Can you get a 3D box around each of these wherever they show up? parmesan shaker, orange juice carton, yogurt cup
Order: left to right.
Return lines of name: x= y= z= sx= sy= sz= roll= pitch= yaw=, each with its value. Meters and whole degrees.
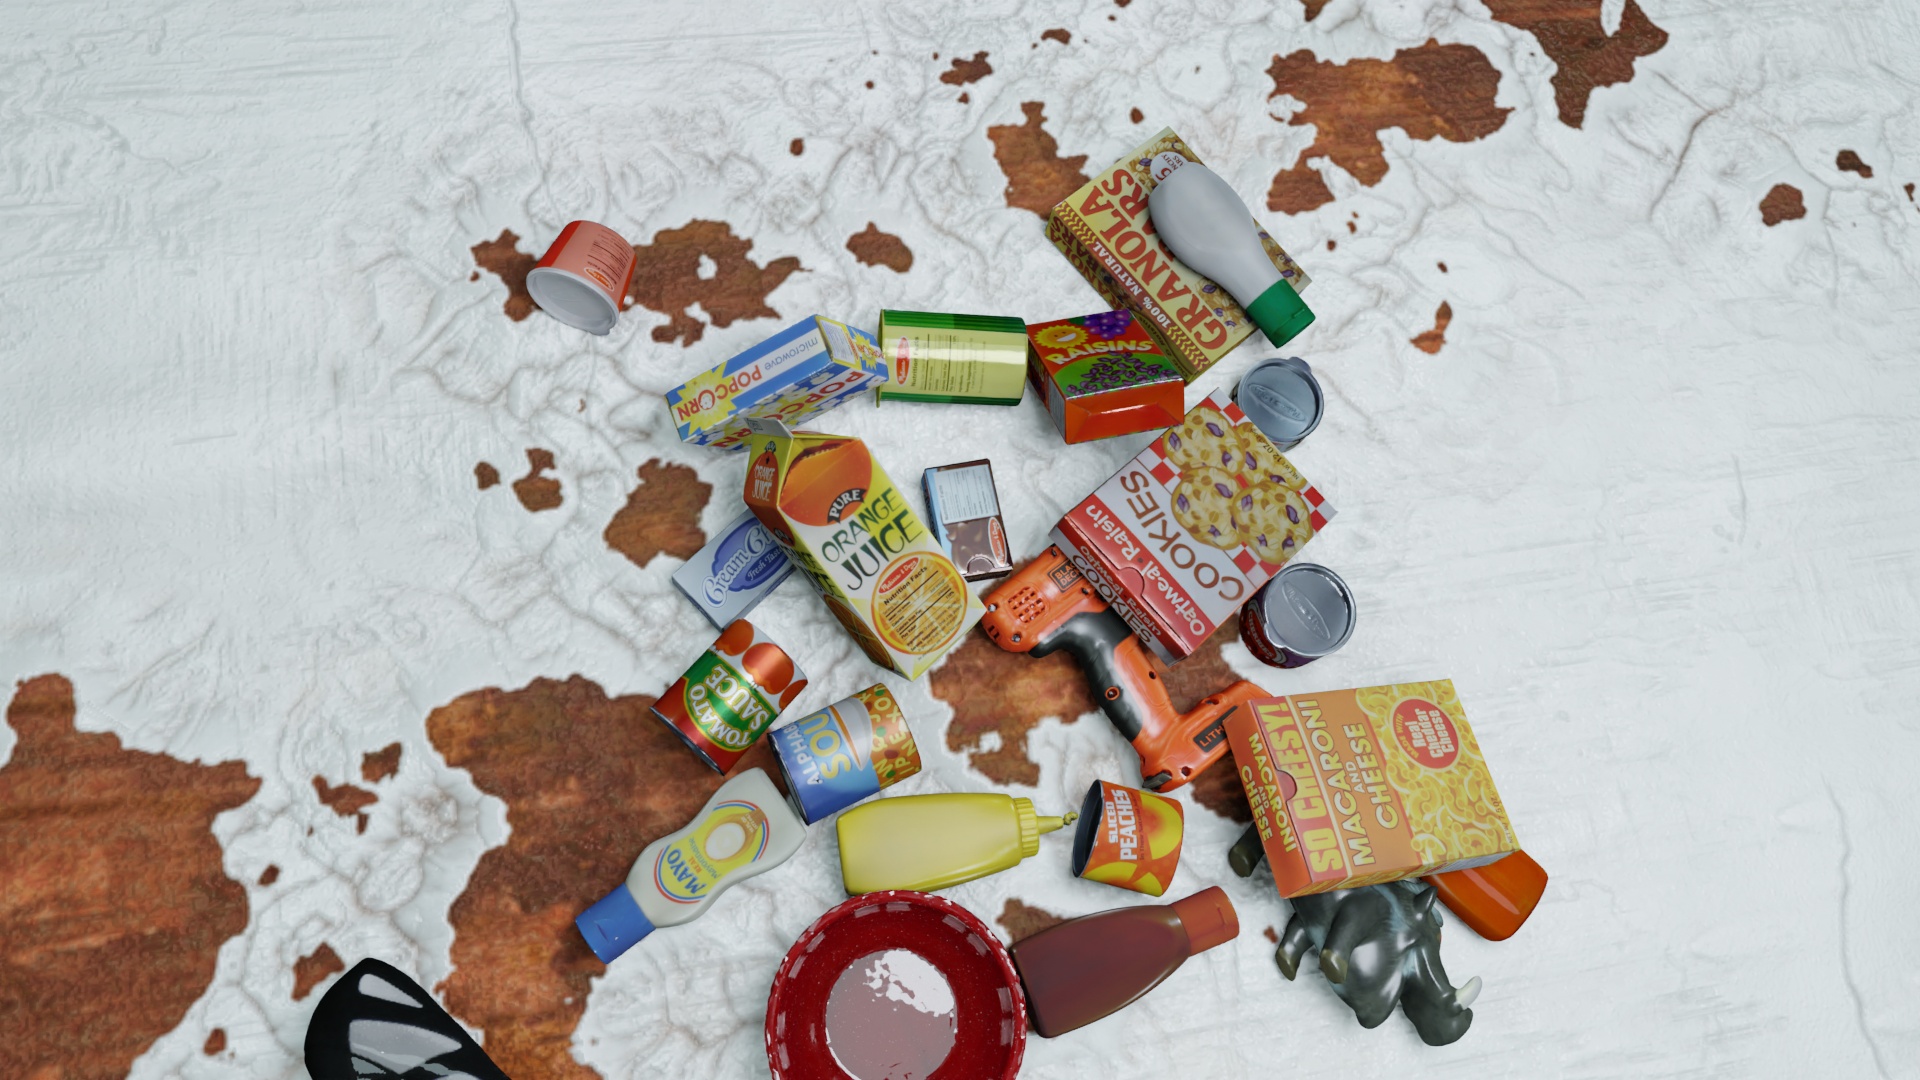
yogurt cup: x=-0.265 y=-0.189 z=0.985 sx=0.072 sy=0.072 sz=0.054 roll=19 pitch=65 yaw=-1
orange juice carton: x=-0.074 y=-0.005 z=0.910 sx=0.073 sy=0.072 sz=0.192 roll=-42 pitch=111 yaw=-16
parmesan shaker: x=-0.008 y=-0.128 z=0.999 sx=0.103 sy=0.071 sz=0.071 roll=2 pitch=74 yaw=-7

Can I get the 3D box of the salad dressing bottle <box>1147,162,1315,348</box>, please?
salad dressing bottle: x=0.199 y=-0.207 z=1.017 sx=0.064 sy=0.044 sz=0.148 roll=-36 pitch=83 yaw=-17

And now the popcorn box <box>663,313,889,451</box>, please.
popcorn box: x=-0.123 y=-0.104 z=0.940 sx=0.126 sy=0.085 sz=0.038 roll=-24 pitch=80 yaw=20

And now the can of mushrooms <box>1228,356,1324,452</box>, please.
can of mushrooms: x=0.236 y=-0.102 z=1.037 sx=0.071 sy=0.033 sz=0.071 roll=2 pitch=74 yaw=-6

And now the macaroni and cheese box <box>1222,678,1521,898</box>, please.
macaroni and cheese box: x=0.268 y=0.158 z=0.908 sx=0.167 sy=0.040 sz=0.124 roll=-2 pitch=61 yaw=-23

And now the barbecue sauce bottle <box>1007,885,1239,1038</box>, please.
barbecue sauce bottle: x=0.110 y=0.270 z=0.911 sx=0.149 sy=0.043 sz=0.065 roll=-18 pitch=78 yaw=-12

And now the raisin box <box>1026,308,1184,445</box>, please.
raisin box: x=0.099 y=-0.118 z=0.986 sx=0.086 sy=0.039 sz=0.124 roll=-11 pitch=34 yaw=-8

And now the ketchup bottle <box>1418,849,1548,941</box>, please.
ketchup bottle: x=0.328 y=0.204 z=0.957 sx=0.149 sy=0.043 sz=0.065 roll=41 pitch=68 yaw=6

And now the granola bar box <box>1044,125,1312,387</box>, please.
granola bar box: x=0.165 y=-0.216 z=1.058 sx=0.124 sy=0.039 sz=0.165 roll=-38 pitch=82 yaw=-16

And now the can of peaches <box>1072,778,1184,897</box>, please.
can of peaches: x=0.111 y=0.196 z=0.918 sx=0.058 sy=0.071 sz=0.071 roll=15 pitch=73 yaw=-4

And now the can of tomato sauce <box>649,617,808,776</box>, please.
can of tomato sauce: x=-0.151 y=0.102 z=0.912 sx=0.071 sy=0.071 sz=0.083 roll=41 pitch=73 yaw=5

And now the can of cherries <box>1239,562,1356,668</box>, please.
can of cherries: x=0.234 y=0.055 z=0.980 sx=0.071 sy=0.058 sz=0.071 roll=2 pitch=75 yaw=-7

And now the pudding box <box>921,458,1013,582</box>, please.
pudding box: x=0.004 y=-0.012 z=0.985 sx=0.050 sy=0.030 sz=0.084 roll=-9 pitch=76 yaw=-11

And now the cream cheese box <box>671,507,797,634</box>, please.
cream cheese box: x=-0.144 y=0.011 z=0.963 sx=0.053 sy=0.024 sz=0.104 roll=44 pitch=74 yaw=7

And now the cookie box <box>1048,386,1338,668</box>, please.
cookie box: x=0.161 y=-0.012 z=0.951 sx=0.168 sy=0.040 sz=0.123 roll=-39 pitch=82 yaw=-27

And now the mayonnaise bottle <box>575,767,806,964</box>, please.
mayonnaise bottle: x=-0.174 y=0.212 z=0.893 sx=0.148 sy=0.041 sz=0.065 roll=-35 pitch=83 yaw=-15

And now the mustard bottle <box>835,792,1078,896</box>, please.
mustard bottle: x=0.000 y=0.196 z=0.915 sx=0.160 sy=0.048 sz=0.065 roll=-6 pitch=74 yaw=-9

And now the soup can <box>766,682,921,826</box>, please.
soup can: x=-0.077 y=0.138 z=0.911 sx=0.084 sy=0.071 sz=0.071 roll=-24 pitch=79 yaw=-13
